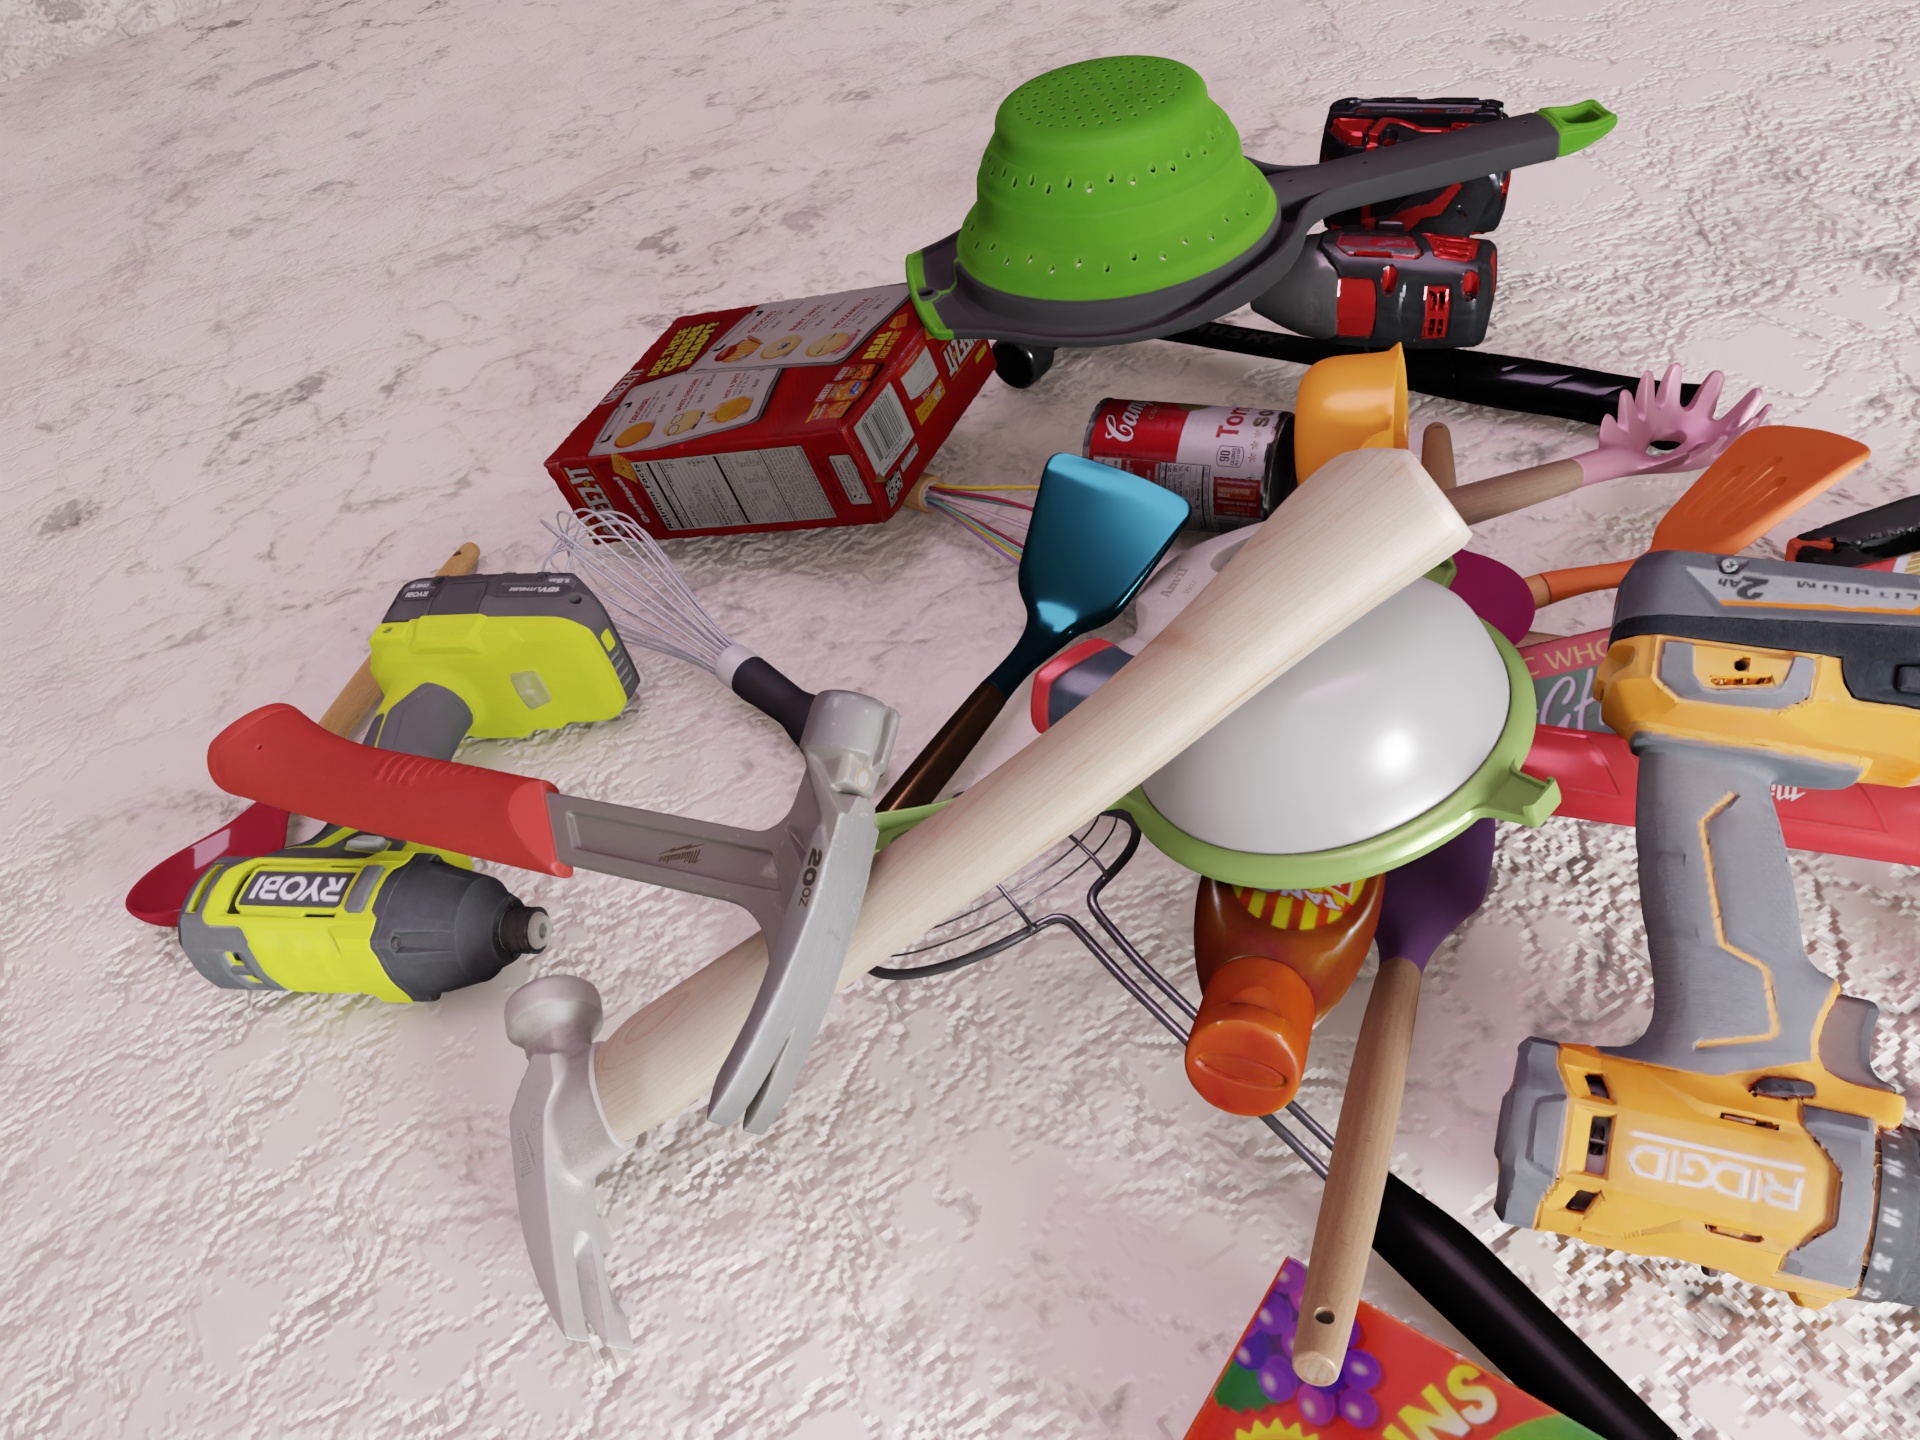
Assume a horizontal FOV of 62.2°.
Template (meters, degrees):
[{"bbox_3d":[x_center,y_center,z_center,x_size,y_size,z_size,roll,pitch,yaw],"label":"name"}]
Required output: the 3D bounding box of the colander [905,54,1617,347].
[{"bbox_3d":[0.158,-0.311,0.851,0.397,0.094,0.205,-14,41,-1],"label":"colander"}]

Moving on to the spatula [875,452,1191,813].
[{"bbox_3d":[-0.001,-0.002,0.739,0.082,0.044,0.317,25,59,22],"label":"spatula"}]

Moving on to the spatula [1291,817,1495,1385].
[{"bbox_3d":[0.148,0.103,0.556,0.060,0.018,0.316,6,29,20],"label":"spatula"}]

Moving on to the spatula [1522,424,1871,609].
[{"bbox_3d":[0.231,-0.059,0.700,0.322,0.041,0.081,-18,20,-2],"label":"spatula"}]

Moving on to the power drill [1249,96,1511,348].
[{"bbox_3d":[0.246,-0.289,0.932,0.143,0.078,0.220,8,42,19],"label":"power drill"}]

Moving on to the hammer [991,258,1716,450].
[{"bbox_3d":[0.223,-0.214,0.929,0.409,0.036,0.149,19,50,32],"label":"hammer"}]

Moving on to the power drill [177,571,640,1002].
[{"bbox_3d":[-0.246,0.032,0.765,0.171,0.080,0.223,-1,47,17],"label":"power drill"}]

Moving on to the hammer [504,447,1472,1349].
[{"bbox_3d":[-0.005,0.057,0.542,0.410,0.038,0.146,-37,48,18],"label":"hammer"}]

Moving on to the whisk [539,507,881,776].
[{"bbox_3d":[-0.133,-0.040,0.829,0.070,0.070,0.285,-38,51,-24],"label":"whisk"}]

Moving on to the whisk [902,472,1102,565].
[{"bbox_3d":[-0.002,-0.117,0.885,0.245,0.047,0.051,24,55,41],"label":"whisk"}]

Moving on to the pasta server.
[{"bbox_3d":[0.261,-0.113,0.715,0.316,0.040,0.060,-18,43,-34],"label":"pasta server"}]

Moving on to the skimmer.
[{"bbox_3d":[0.096,0.139,0.578,0.127,0.090,0.364,-32,54,-23],"label":"skimmer"}]

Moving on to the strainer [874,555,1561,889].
[{"bbox_3d":[0.071,-0.003,0.574,0.256,0.069,0.152,-16,37,12],"label":"strainer"}]

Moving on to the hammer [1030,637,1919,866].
[{"bbox_3d":[0.210,0.031,0.608,0.386,0.038,0.143,8,66,19],"label":"hammer"}]

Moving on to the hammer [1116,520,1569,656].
[{"bbox_3d":[0.239,-0.031,0.722,0.331,0.031,0.130,13,48,27],"label":"hammer"}]

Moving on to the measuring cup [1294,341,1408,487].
[{"bbox_3d":[0.185,-0.133,0.778,0.052,0.095,0.173,1,15,22],"label":"measuring cup"}]

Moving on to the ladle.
[{"bbox_3d":[-0.338,-0.002,0.863,0.069,0.031,0.316,0,41,19],"label":"ladle"}]

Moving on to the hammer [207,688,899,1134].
[{"bbox_3d":[-0.187,0.046,0.625,0.359,0.036,0.149,7,72,35],"label":"hammer"}]

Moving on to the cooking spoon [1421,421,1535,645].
[{"bbox_3d":[0.221,-0.088,0.732,0.069,0.017,0.319,-4,25,18],"label":"cooking spoon"}]

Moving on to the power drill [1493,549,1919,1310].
[{"bbox_3d":[0.280,0.070,0.505,0.185,0.084,0.226,9,78,20],"label":"power drill"}]
